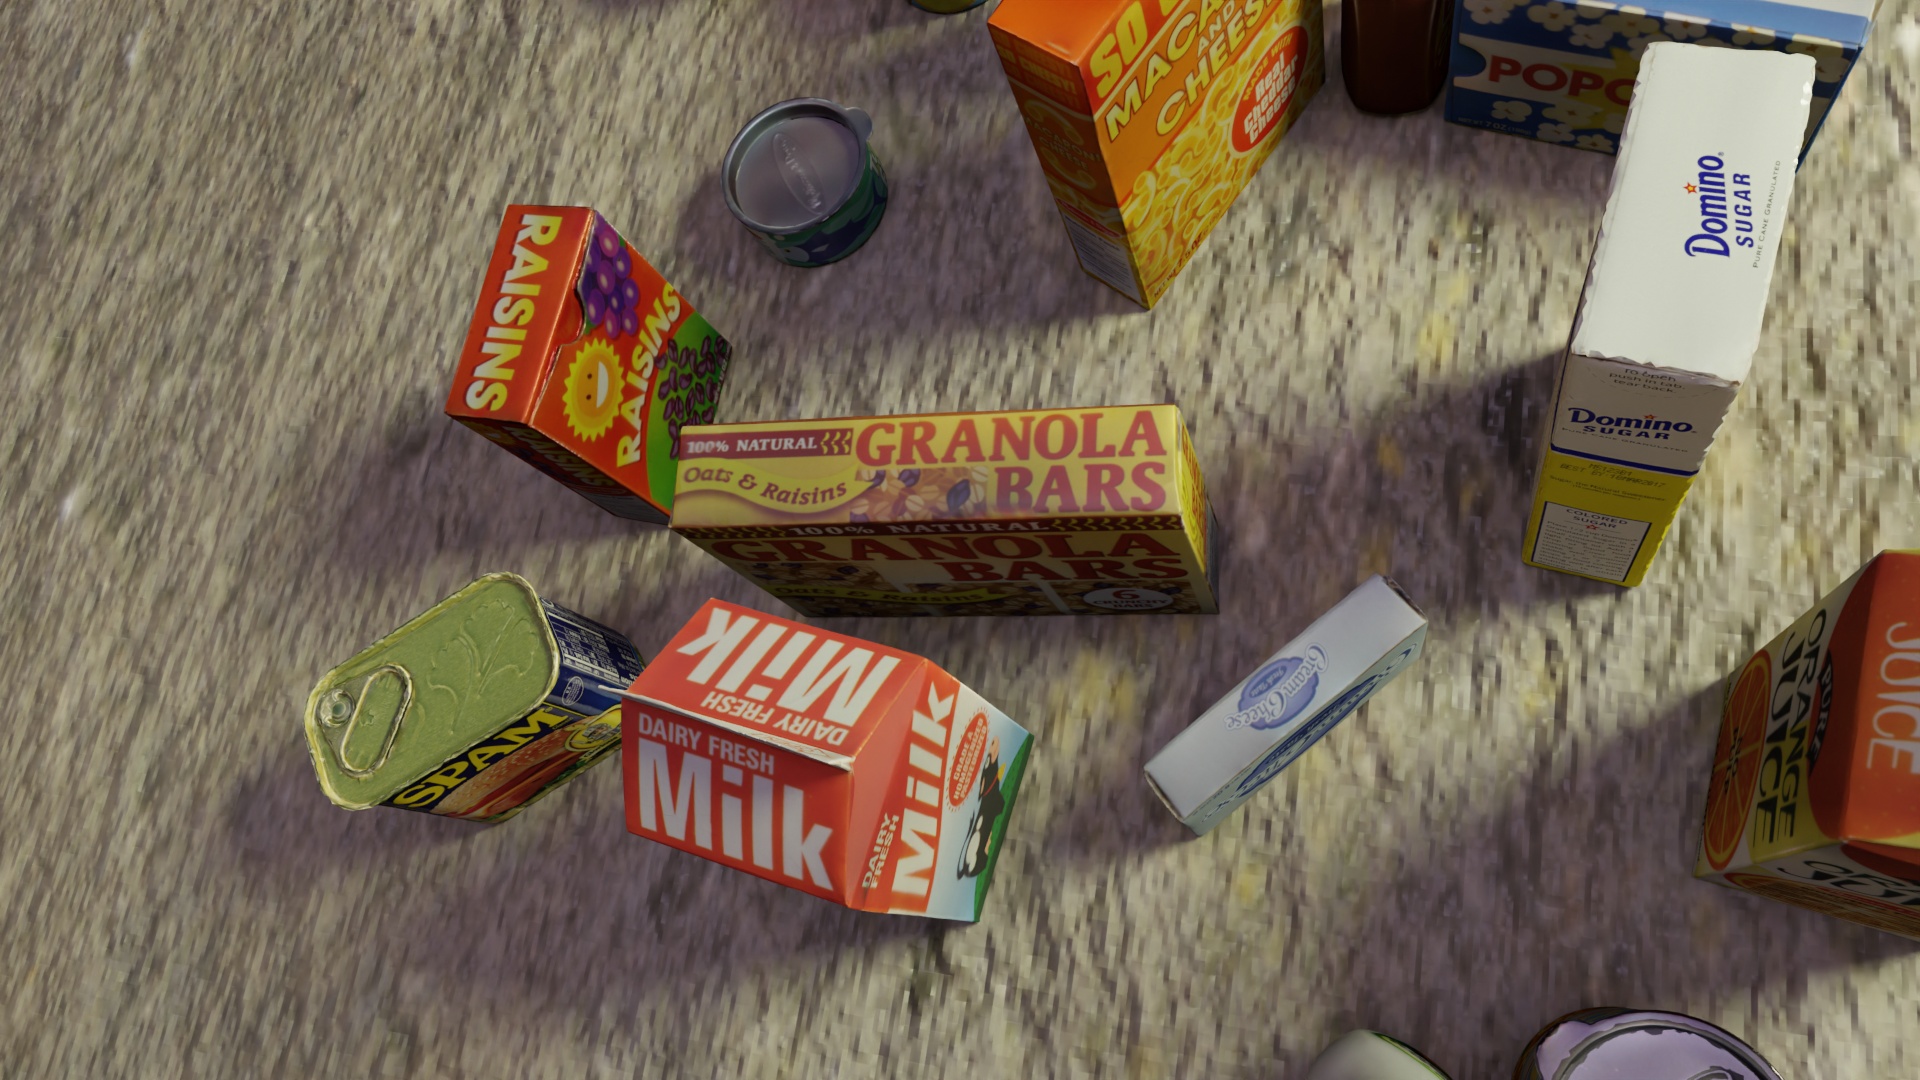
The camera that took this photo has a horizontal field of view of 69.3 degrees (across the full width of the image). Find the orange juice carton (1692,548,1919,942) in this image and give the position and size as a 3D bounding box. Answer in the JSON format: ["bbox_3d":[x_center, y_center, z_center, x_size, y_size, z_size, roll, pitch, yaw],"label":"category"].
[{"bbox_3d":[0.252,0.057,0.356,0.073,0.192,0.072,13,77,19],"label":"orange juice carton"}]

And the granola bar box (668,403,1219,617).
[{"bbox_3d":[0.002,-0.006,0.484,0.165,0.124,0.039,-1,73,16],"label":"granola bar box"}]

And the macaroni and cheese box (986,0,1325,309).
[{"bbox_3d":[0.077,-0.173,0.494,0.040,0.166,0.124,35,85,22],"label":"macaroni and cheese box"}]

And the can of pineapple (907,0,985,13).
[{"bbox_3d":[-0.007,-0.277,0.610,0.071,0.057,0.071,-5,72,15],"label":"can of pineapple"}]

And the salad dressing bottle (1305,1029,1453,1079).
[{"bbox_3d":[0.123,0.167,0.381,0.044,0.147,0.064,-42,67,0],"label":"salad dressing bottle"}]

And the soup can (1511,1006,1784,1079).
[{"bbox_3d":[0.193,0.166,0.397,0.071,0.083,0.071,-5,72,15],"label":"soup can"}]

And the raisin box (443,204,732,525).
[{"bbox_3d":[-0.139,-0.064,0.543,0.040,0.123,0.086,8,76,18],"label":"raisin box"}]

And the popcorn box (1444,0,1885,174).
[{"bbox_3d":[0.242,-0.174,0.491,0.127,0.085,0.038,19,79,20],"label":"popcorn box"}]

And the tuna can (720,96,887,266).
[{"bbox_3d":[-0.065,-0.156,0.601,0.071,0.032,0.071,-5,72,14],"label":"tuna can"}]

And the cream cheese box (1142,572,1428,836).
[{"bbox_3d":[0.111,0.057,0.472,0.104,0.053,0.024,-40,67,1],"label":"cream cheese box"}]

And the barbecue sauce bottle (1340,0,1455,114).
[{"bbox_3d":[0.157,-0.219,0.495,0.043,0.148,0.065,4,75,17],"label":"barbecue sauce bottle"}]

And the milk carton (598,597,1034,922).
[{"bbox_3d":[-0.038,0.072,0.435,0.072,0.190,0.073,13,77,19],"label":"milk carton"}]
